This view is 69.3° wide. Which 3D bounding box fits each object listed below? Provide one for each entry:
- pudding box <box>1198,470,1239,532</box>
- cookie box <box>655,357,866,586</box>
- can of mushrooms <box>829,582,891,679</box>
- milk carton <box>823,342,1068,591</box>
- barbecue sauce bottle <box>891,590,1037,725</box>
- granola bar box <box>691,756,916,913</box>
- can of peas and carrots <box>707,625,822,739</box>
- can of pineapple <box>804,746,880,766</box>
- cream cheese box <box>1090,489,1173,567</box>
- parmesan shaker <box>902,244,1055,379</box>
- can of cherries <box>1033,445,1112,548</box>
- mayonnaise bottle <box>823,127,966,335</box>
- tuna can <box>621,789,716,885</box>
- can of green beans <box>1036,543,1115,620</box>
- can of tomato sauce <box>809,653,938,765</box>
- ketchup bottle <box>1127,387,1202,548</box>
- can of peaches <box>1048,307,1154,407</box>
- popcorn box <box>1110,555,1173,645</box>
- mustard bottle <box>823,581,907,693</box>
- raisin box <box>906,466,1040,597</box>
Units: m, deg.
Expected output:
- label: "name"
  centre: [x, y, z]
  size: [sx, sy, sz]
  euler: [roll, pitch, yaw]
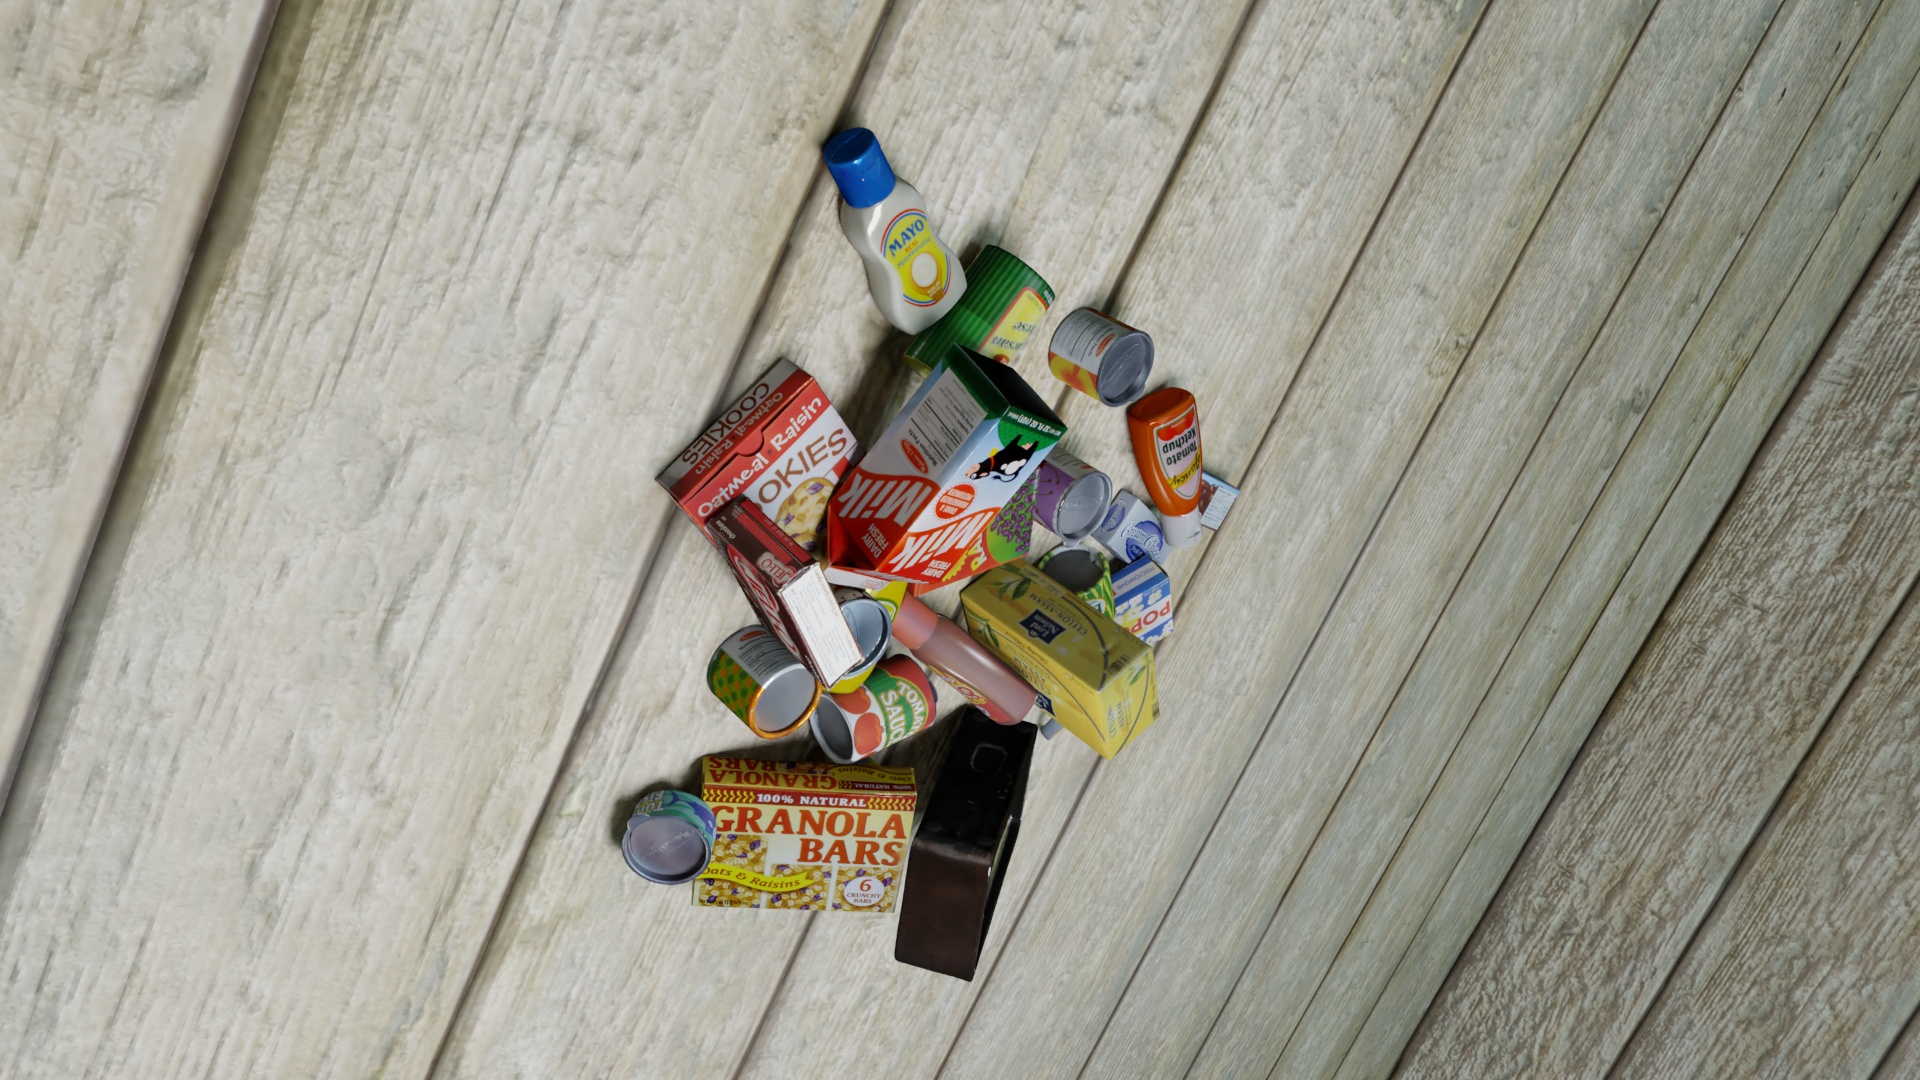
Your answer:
- label: "pudding box"
  centre: [0.233, -0.043, 1.351]
  size: [0.084, 0.030, 0.049]
  euler: [17, 104, -50]
- label: "cookie box"
  centre: [-0.120, -0.030, 0.980]
  size: [0.123, 0.040, 0.166]
  euler: [-46, 141, -11]
- label: "can of mushrooms"
  centre: [-0.089, 0.066, 1.017]
  size: [0.071, 0.033, 0.070]
  euler: [-18, 124, -28]
- label: "milk carton"
  centre: [-0.022, -0.036, 0.968]
  size: [0.190, 0.074, 0.072]
  euler: [-50, 146, 18]
- label: "barbecue sauce bottle"
  centre: [-0.006, 0.094, 1.143]
  size: [0.148, 0.065, 0.044]
  euler: [41, 76, -25]
- label: "granola bar box"
  centre: [-0.125, 0.234, 1.096]
  size: [0.166, 0.039, 0.123]
  euler: [5, 118, -11]
- label: "can of peas and carrots"
  centre: [-0.145, 0.108, 1.037]
  size: [0.071, 0.059, 0.070]
  euler: [-26, 133, -31]
- label: "can of pineapple"
  centre: [-0.097, 0.208, 1.160]
  size: [0.071, 0.058, 0.070]
  euler: [-26, 133, -32]
- label: "cream cheese box"
  centre: [0.166, -0.004, 1.313]
  size: [0.053, 0.024, 0.103]
  euler: [-56, 142, -2]
- label: "parmesan shaker"
  centre: [0.013, -0.156, 1.008]
  size: [0.103, 0.071, 0.071]
  euler: [-54, 142, -2]
- label: "can of cherries"
  centre: [0.084, -0.038, 1.175]
  size: [0.072, 0.058, 0.071]
  euler: [-28, 134, -32]
- label: "mayonnaise bottle"
  centre: [-0.046, -0.207, 0.930]
  size: [0.065, 0.041, 0.147]
  euler: [-44, 141, -11]
- label: "tuna can"
  centre: [-0.218, 0.219, 1.036]
  size: [0.071, 0.033, 0.070]
  euler: [0, 117, 0]
- label: "can of green beans"
  centre: [0.104, 0.045, 1.248]
  size: [0.071, 0.071, 0.057]
  euler: [-37, 138, -22]
- label: "can of tomato sauce"
  centre: [-0.070, 0.138, 1.128]
  size: [0.083, 0.071, 0.070]
  euler: [-22, 131, -34]
- label: "ketchup bottle"
  centre: [0.193, -0.063, 1.265]
  size: [0.065, 0.043, 0.148]
  euler: [-31, 126, -23]
- label: "can of peaches"
  centre: [0.115, -0.148, 1.129]
  size: [0.071, 0.058, 0.071]
  euler: [-27, 134, -32]
- label: "popcorn box"
  centre: [0.139, 0.079, 1.311]
  size: [0.127, 0.038, 0.084]
  euler: [-29, 140, -14]
- label: "mustard bottle"
  centre: [-0.075, 0.040, 1.071]
  size: [0.065, 0.049, 0.160]
  euler: [13, 106, -49]
- label: "raisin box"
  centre: [0.004, -0.014, 1.123]
  size: [0.124, 0.040, 0.085]
  euler: [-19, 130, -36]
